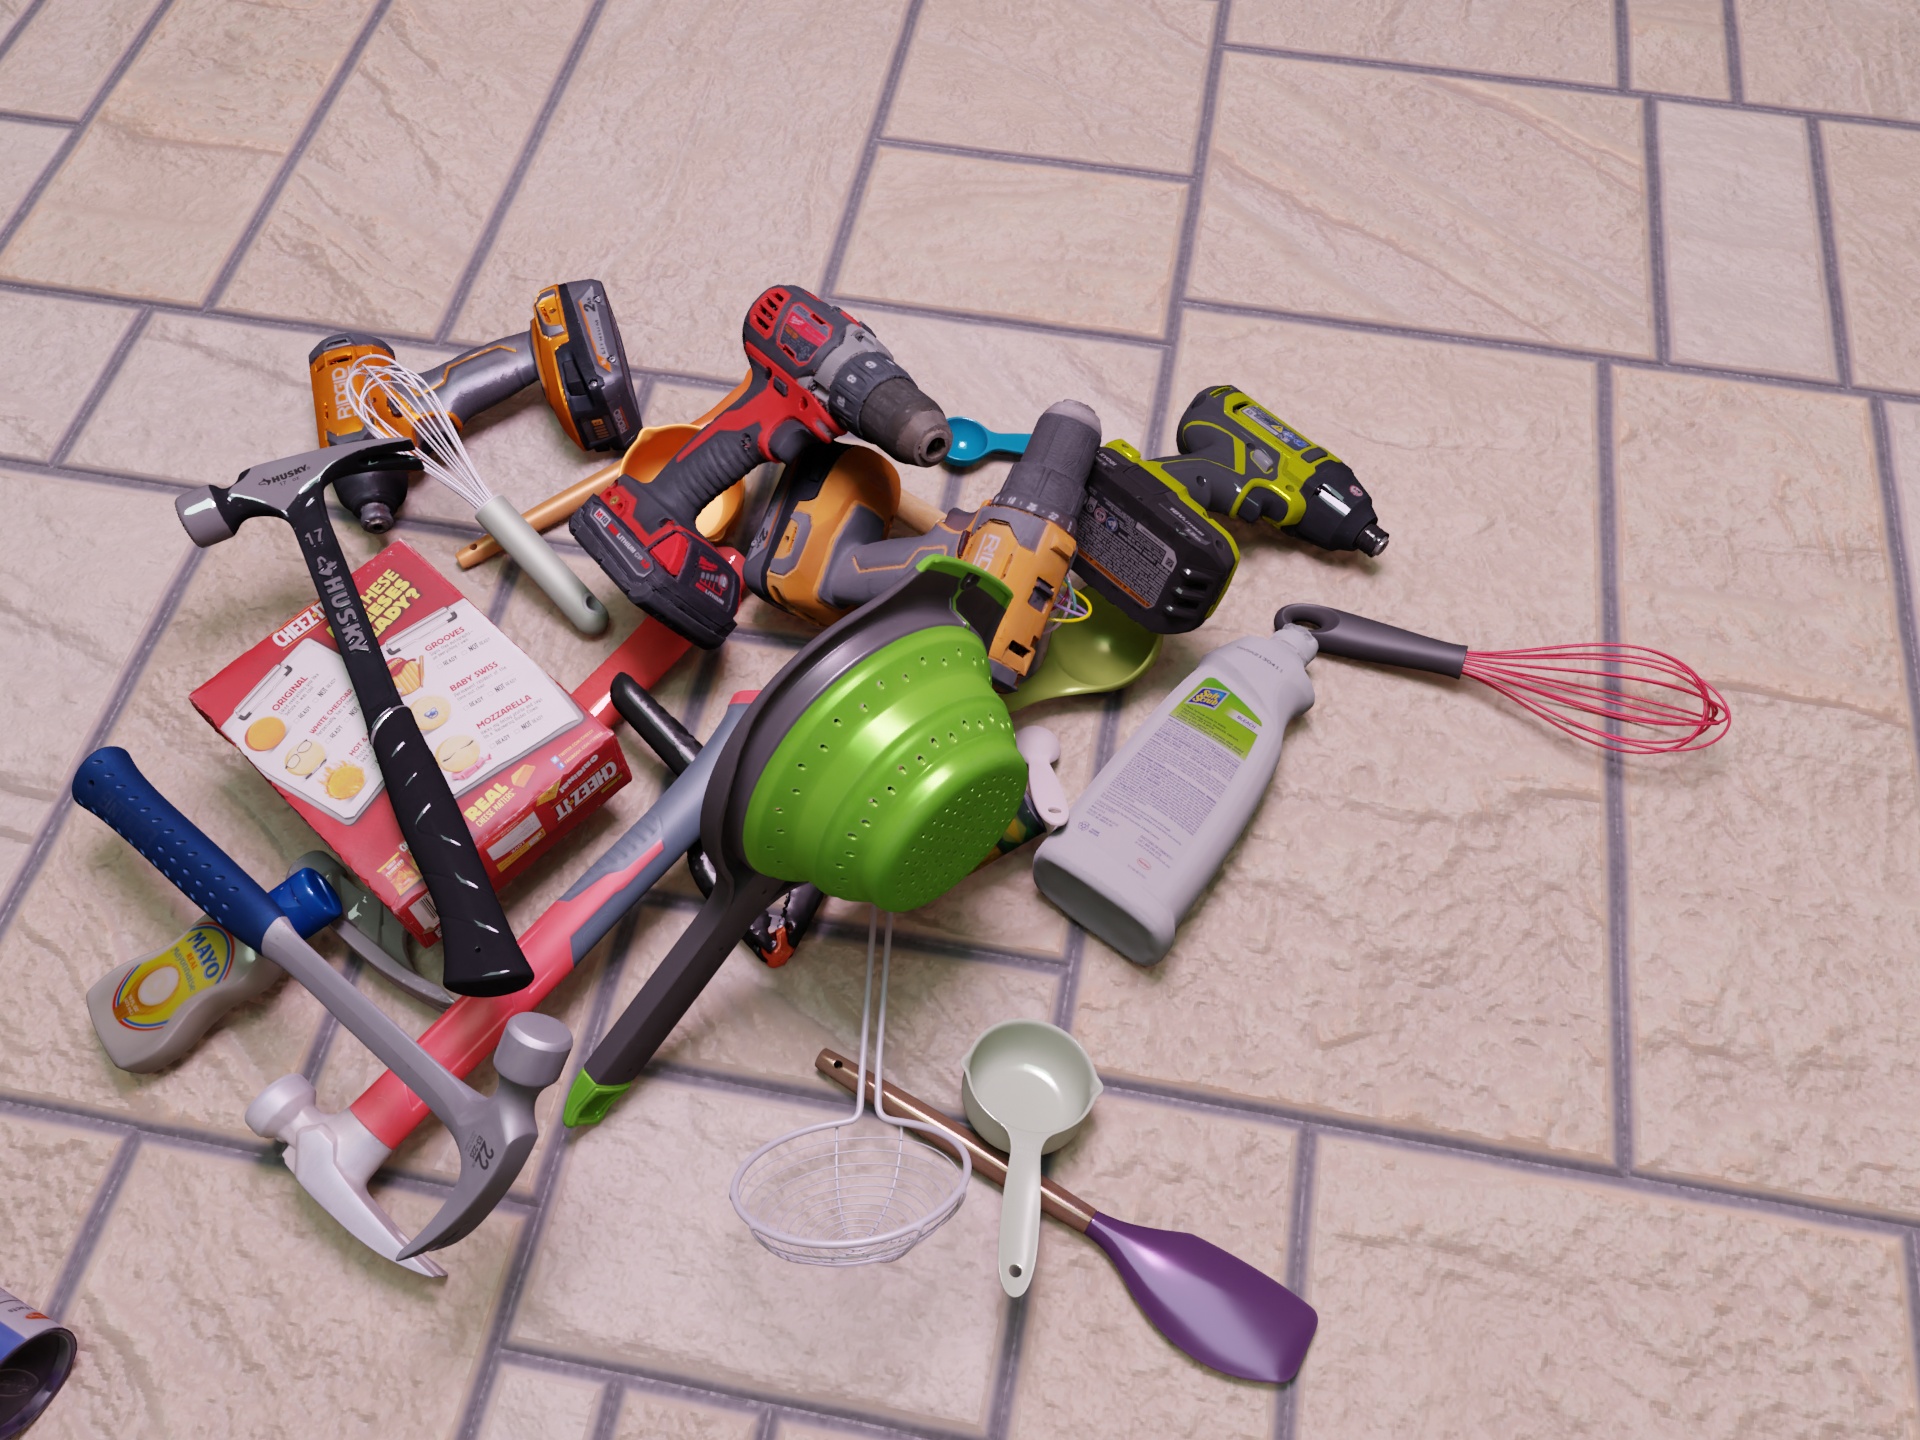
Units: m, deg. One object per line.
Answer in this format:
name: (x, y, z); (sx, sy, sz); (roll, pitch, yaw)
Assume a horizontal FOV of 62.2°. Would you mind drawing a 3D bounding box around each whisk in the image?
whisk: (0.354, -0.034, 1.056); (0.296, 0.073, 0.073); (15, 61, 16)
whisk: (-0.330, -0.152, 1.090); (0.246, 0.059, 0.058); (48, 32, -3)
whisk: (-0.001, -0.121, 1.079); (0.047, 0.051, 0.245); (-40, 48, -16)

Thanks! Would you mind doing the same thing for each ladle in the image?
ladle: (-0.002, -0.003, 1.010); (0.320, 0.062, 0.078); (-27, 55, -25)

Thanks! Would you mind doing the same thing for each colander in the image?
colander: (-0.080, 0.098, 0.869); (0.095, 0.204, 0.397); (42, 102, 24)

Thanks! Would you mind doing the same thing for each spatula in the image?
spatula: (0.050, 0.271, 0.897); (0.316, 0.018, 0.060); (29, 63, 16)
spatula: (-0.221, -0.190, 1.169); (0.322, 0.041, 0.081); (-31, 65, -12)

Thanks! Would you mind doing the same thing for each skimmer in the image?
skimmer: (-0.052, 0.138, 0.918); (0.127, 0.090, 0.364); (-3, 53, 7)

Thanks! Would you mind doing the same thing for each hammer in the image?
hammer: (-0.373, 0.130, 0.874); (0.406, 0.035, 0.144); (30, 102, 28)
hammer: (-0.255, 0.020, 1.037); (0.149, 0.036, 0.359); (33, 65, 18)
hammer: (-0.335, -0.013, 0.934); (0.149, 0.036, 0.409); (-25, 62, -13)
hammer: (-0.219, 0.135, 0.929); (0.143, 0.038, 0.386); (41, 74, 9)

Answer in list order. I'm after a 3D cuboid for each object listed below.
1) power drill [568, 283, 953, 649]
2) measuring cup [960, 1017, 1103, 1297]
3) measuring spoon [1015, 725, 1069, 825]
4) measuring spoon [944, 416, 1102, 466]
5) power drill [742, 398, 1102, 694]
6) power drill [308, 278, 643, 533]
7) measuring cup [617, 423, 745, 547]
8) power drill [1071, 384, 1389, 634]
power drill: (-0.122, -0.155, 1.009); (0.226, 0.080, 0.188); (-49, 54, 3)
measuring cup: (0.033, 0.245, 0.881); (0.083, 0.038, 0.168); (11, 46, -3)
measuring spoon: (0.053, 0.032, 1.000); (0.034, 0.018, 0.124); (3, 24, -7)
measuring spoon: (0.043, -0.199, 1.179); (0.128, 0.021, 0.042); (4, 59, -8)
power drill: (-0.019, -0.128, 1.024); (0.226, 0.084, 0.185); (18, 84, 40)
power drill: (-0.353, -0.225, 1.158); (0.226, 0.084, 0.164); (-15, 63, -4)
measuring cup: (-0.162, -0.182, 1.131); (0.173, 0.052, 0.095); (-34, 86, -14)
power drill: (0.178, -0.144, 1.075); (0.171, 0.080, 0.223); (42, 45, 22)
